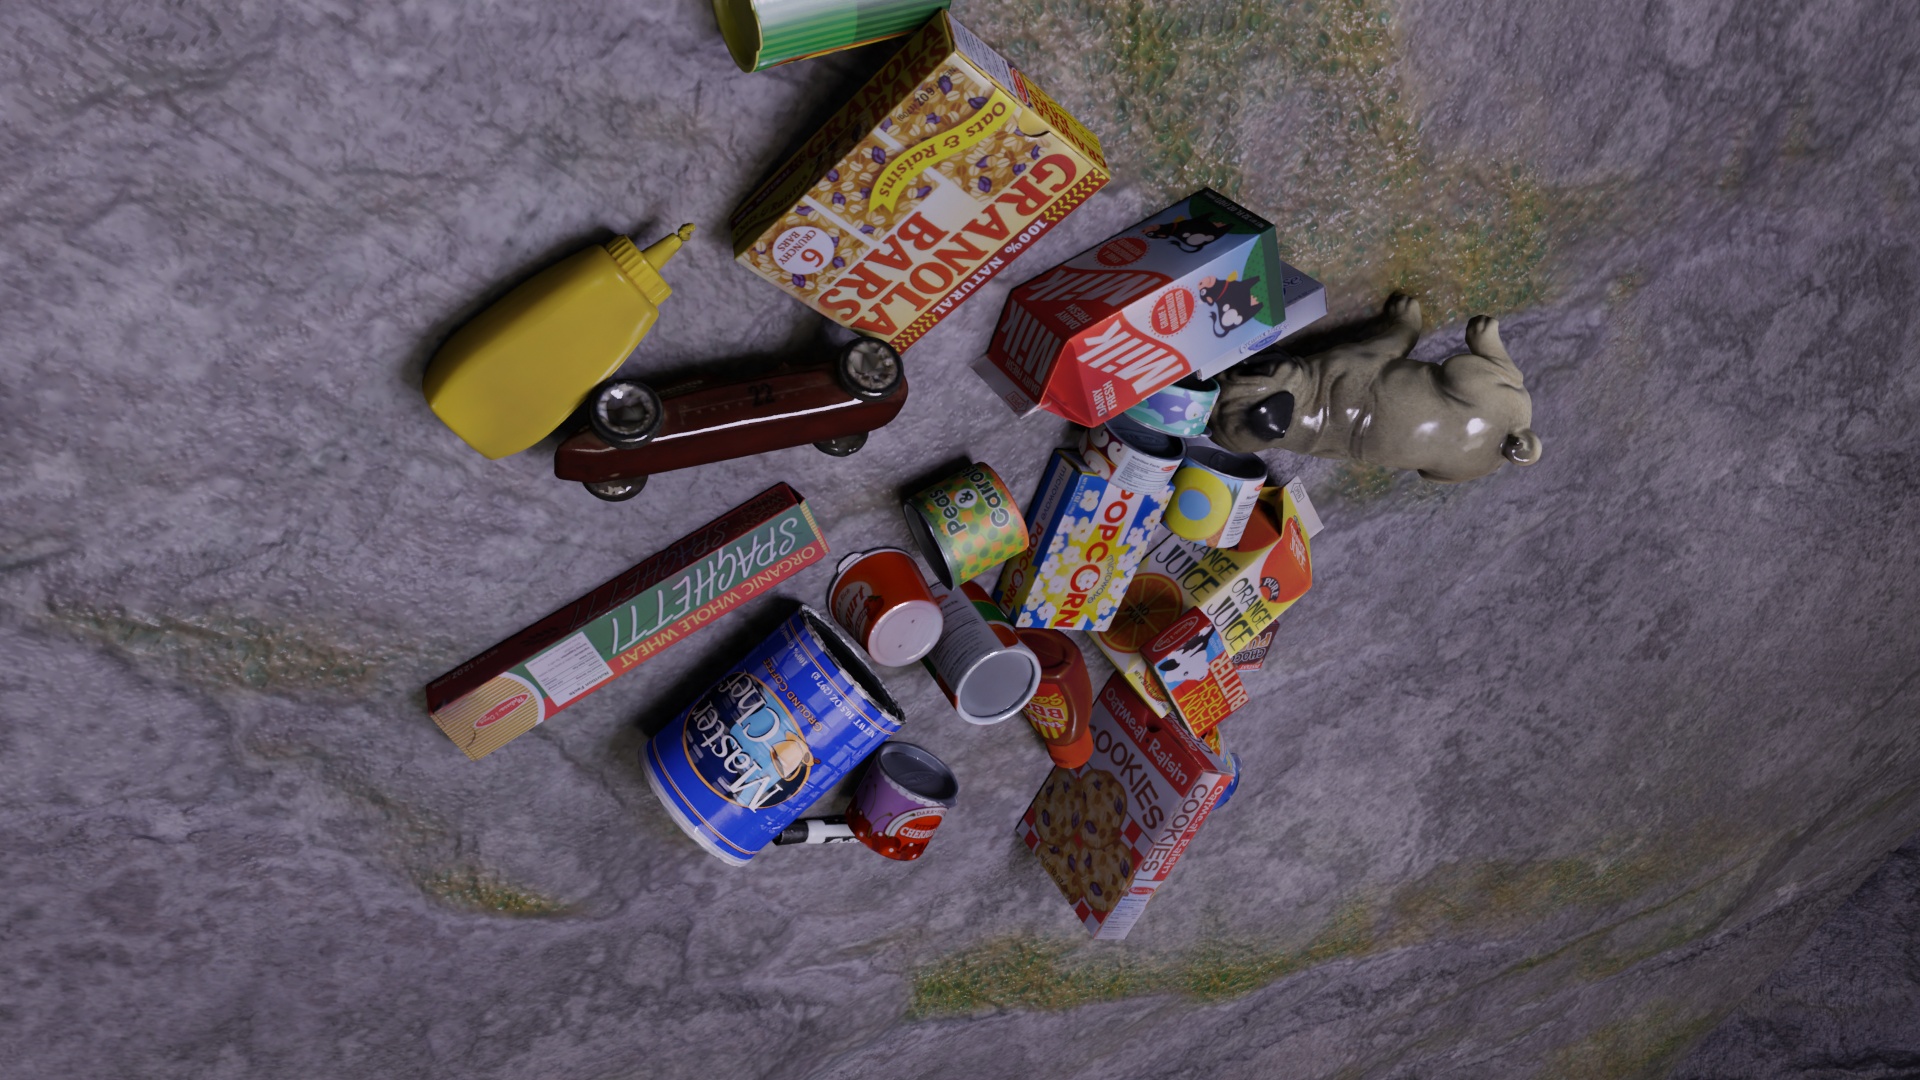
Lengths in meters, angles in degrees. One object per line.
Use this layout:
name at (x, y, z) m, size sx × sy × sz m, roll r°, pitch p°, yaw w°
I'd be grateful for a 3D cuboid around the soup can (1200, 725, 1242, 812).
soup can at (0.189, 0.174, 1.141) m, size 0.071 × 0.071 × 0.083 m, roll -36°, pitch 133°, yaw -4°

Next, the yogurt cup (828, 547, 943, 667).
yogurt cup at (-0.046, 0.047, 0.917) m, size 0.072 × 0.054 × 0.072 m, roll -17°, pitch 129°, yaw -21°

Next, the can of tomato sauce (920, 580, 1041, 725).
can of tomato sauce at (0.009, 0.077, 0.951) m, size 0.071 × 0.083 × 0.070 m, roll -16°, pitch 128°, yaw -21°

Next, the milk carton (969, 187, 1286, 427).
milk carton at (0.102, -0.137, 0.864) m, size 0.191 × 0.072 × 0.073 m, roll -29°, pitch 132°, yaw -10°

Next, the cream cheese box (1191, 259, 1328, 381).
cream cheese box at (0.185, -0.147, 0.920) m, size 0.104 × 0.053 × 0.024 m, roll -28°, pitch 130°, yaw -11°

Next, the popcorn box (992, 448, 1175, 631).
popcorn box at (0.086, 0.002, 0.976) m, size 0.085 × 0.038 × 0.126 m, roll 5°, pitch 119°, yaw -34°

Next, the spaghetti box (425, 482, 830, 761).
spaghetti box at (-0.198, 0.047, 0.842) m, size 0.250 × 0.029 × 0.050 m, roll -31°, pitch 132°, yaw -9°

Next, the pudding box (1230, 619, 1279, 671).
pudding box at (0.209, 0.079, 1.111) m, size 0.084 × 0.030 × 0.049 m, roll 1°, pitch 122°, yaw -31°

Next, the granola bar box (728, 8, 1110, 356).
granola bar box at (-0.022, -0.181, 0.739) m, size 0.165 × 0.039 × 0.124 m, roll -36°, pitch 138°, yaw 28°

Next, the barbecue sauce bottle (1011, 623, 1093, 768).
barbecue sauce bottle at (0.071, 0.120, 1.038) m, size 0.044 × 0.065 × 0.148 m, roll -56°, pitch 148°, yaw -25°

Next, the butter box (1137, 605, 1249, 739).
butter box at (0.169, 0.096, 1.000) m, size 0.053 × 0.024 × 0.103 m, roll -37°, pitch 133°, yaw -3°

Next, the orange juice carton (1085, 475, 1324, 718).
orange juice carton at (0.190, 0.034, 1.038) m, size 0.193 × 0.073 × 0.071 m, roll -41°, pitch 133°, yaw 0°

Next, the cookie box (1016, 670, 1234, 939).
cookie box at (0.124, 0.205, 1.086) m, size 0.040 × 0.123 × 0.167 m, roll 14°, pitch 113°, yaw -38°

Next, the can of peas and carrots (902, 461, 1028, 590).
can of peas and carrots at (0.003, -0.011, 0.896) m, size 0.059 × 0.071 × 0.070 m, roll -28°, pitch 132°, yaw -12°

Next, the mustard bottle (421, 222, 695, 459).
mustard bottle at (-0.198, -0.111, 0.716) m, size 0.160 × 0.049 × 0.065 m, roll -39°, pitch 133°, yaw -2°

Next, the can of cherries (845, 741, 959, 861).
can of cherries at (-0.042, 0.191, 1.010) m, size 0.071 × 0.072 × 0.058 m, roll 14°, pitch 114°, yaw -37°

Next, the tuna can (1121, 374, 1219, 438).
tuna can at (0.138, -0.096, 0.916) m, size 0.071 × 0.071 × 0.032 m, roll 2°, pitch 120°, yaw -32°

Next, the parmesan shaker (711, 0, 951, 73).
parmesan shaker at (-0.062, -0.269, 0.671) m, size 0.103 × 0.071 × 0.071 m, roll -20°, pitch 130°, yaw -18°

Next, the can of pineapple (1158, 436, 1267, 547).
can of pineapple at (0.176, -0.036, 0.987) m, size 0.071 × 0.071 × 0.057 m, roll -1°, pitch 122°, yaw -31°

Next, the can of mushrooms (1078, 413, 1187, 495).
can of mushrooms at (0.114, -0.064, 0.928) m, size 0.071 × 0.071 × 0.033 m, roll 3°, pitch 130°, yaw -33°
